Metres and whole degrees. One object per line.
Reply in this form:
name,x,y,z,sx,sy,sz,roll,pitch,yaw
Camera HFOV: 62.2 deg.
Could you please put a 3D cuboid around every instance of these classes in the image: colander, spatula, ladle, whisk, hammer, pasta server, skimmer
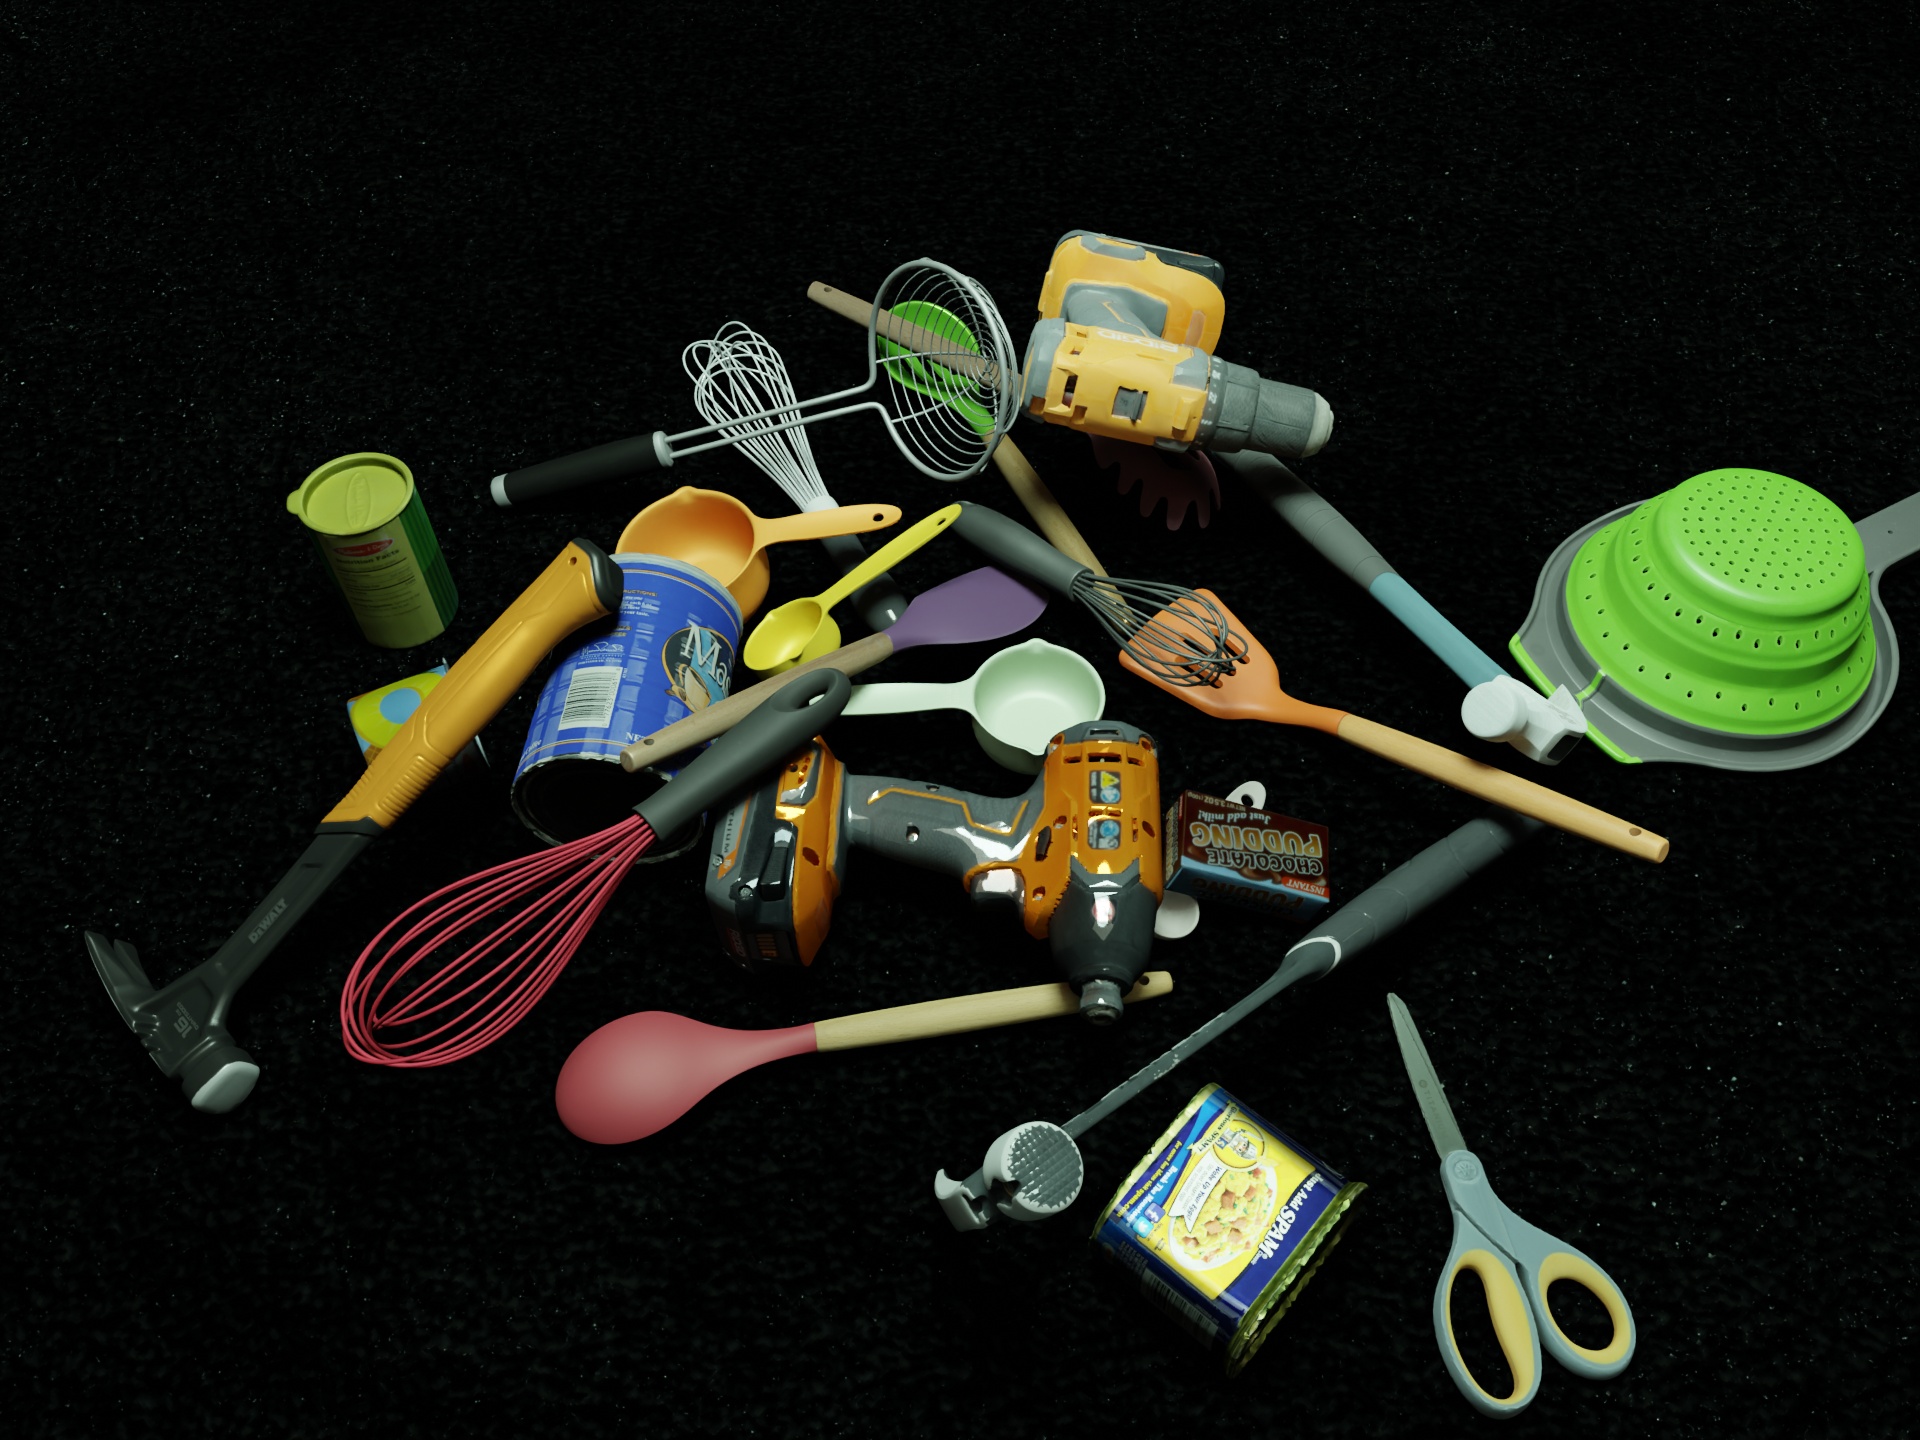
colander,0.519,-0.109,0.941,0.397,0.094,0.205,-24,56,-15
spatula,0.228,0.005,0.865,0.081,0.041,0.323,-39,41,-24
ladle,-0.047,0.157,0.799,0.315,0.031,0.069,-8,51,-7
whisk,-0.166,0.064,0.767,0.296,0.073,0.073,-39,61,-22
hammer,-0.302,0.034,0.822,0.127,0.034,0.337,38,83,27
whisk,-0.103,-0.153,1.016,0.070,0.070,0.285,-24,61,-16
spatula,-0.059,-0.033,0.888,0.060,0.018,0.316,37,42,27
pasta server,0.031,-0.215,1.047,0.316,0.040,0.060,29,51,15
whisk,0.074,-0.083,0.949,0.055,0.055,0.239,-37,49,-23
hammer,0.242,-0.087,0.939,0.128,0.033,0.331,16,29,-43
skimmer,-0.136,-0.177,0.959,0.363,0.127,0.090,-11,10,16
hammer,0.155,0.129,0.772,0.409,0.149,0.036,-27,78,-29

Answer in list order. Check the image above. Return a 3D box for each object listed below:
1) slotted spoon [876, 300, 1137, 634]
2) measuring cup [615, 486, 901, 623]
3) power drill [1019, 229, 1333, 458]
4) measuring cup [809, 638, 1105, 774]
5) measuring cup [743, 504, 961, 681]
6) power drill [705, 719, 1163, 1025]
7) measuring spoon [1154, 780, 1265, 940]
slotted spoon,0.031,-0.169,1.041,0.070,0.031,0.314,-21,57,-17
measuring cup,-0.118,-0.097,0.965,0.173,0.052,0.095,-9,56,1
power drill,0.133,-0.233,1.006,0.185,0.084,0.226,11,32,-3
measuring cup,-0.001,-0.003,0.911,0.167,0.038,0.083,-1,53,3
measuring cup,-0.057,-0.072,0.938,0.156,0.029,0.062,-36,35,-2
power drill,-0.010,0.078,0.815,0.226,0.084,0.164,0,52,4
measuring spoon,0.133,0.076,0.865,0.034,0.018,0.124,37,54,10
